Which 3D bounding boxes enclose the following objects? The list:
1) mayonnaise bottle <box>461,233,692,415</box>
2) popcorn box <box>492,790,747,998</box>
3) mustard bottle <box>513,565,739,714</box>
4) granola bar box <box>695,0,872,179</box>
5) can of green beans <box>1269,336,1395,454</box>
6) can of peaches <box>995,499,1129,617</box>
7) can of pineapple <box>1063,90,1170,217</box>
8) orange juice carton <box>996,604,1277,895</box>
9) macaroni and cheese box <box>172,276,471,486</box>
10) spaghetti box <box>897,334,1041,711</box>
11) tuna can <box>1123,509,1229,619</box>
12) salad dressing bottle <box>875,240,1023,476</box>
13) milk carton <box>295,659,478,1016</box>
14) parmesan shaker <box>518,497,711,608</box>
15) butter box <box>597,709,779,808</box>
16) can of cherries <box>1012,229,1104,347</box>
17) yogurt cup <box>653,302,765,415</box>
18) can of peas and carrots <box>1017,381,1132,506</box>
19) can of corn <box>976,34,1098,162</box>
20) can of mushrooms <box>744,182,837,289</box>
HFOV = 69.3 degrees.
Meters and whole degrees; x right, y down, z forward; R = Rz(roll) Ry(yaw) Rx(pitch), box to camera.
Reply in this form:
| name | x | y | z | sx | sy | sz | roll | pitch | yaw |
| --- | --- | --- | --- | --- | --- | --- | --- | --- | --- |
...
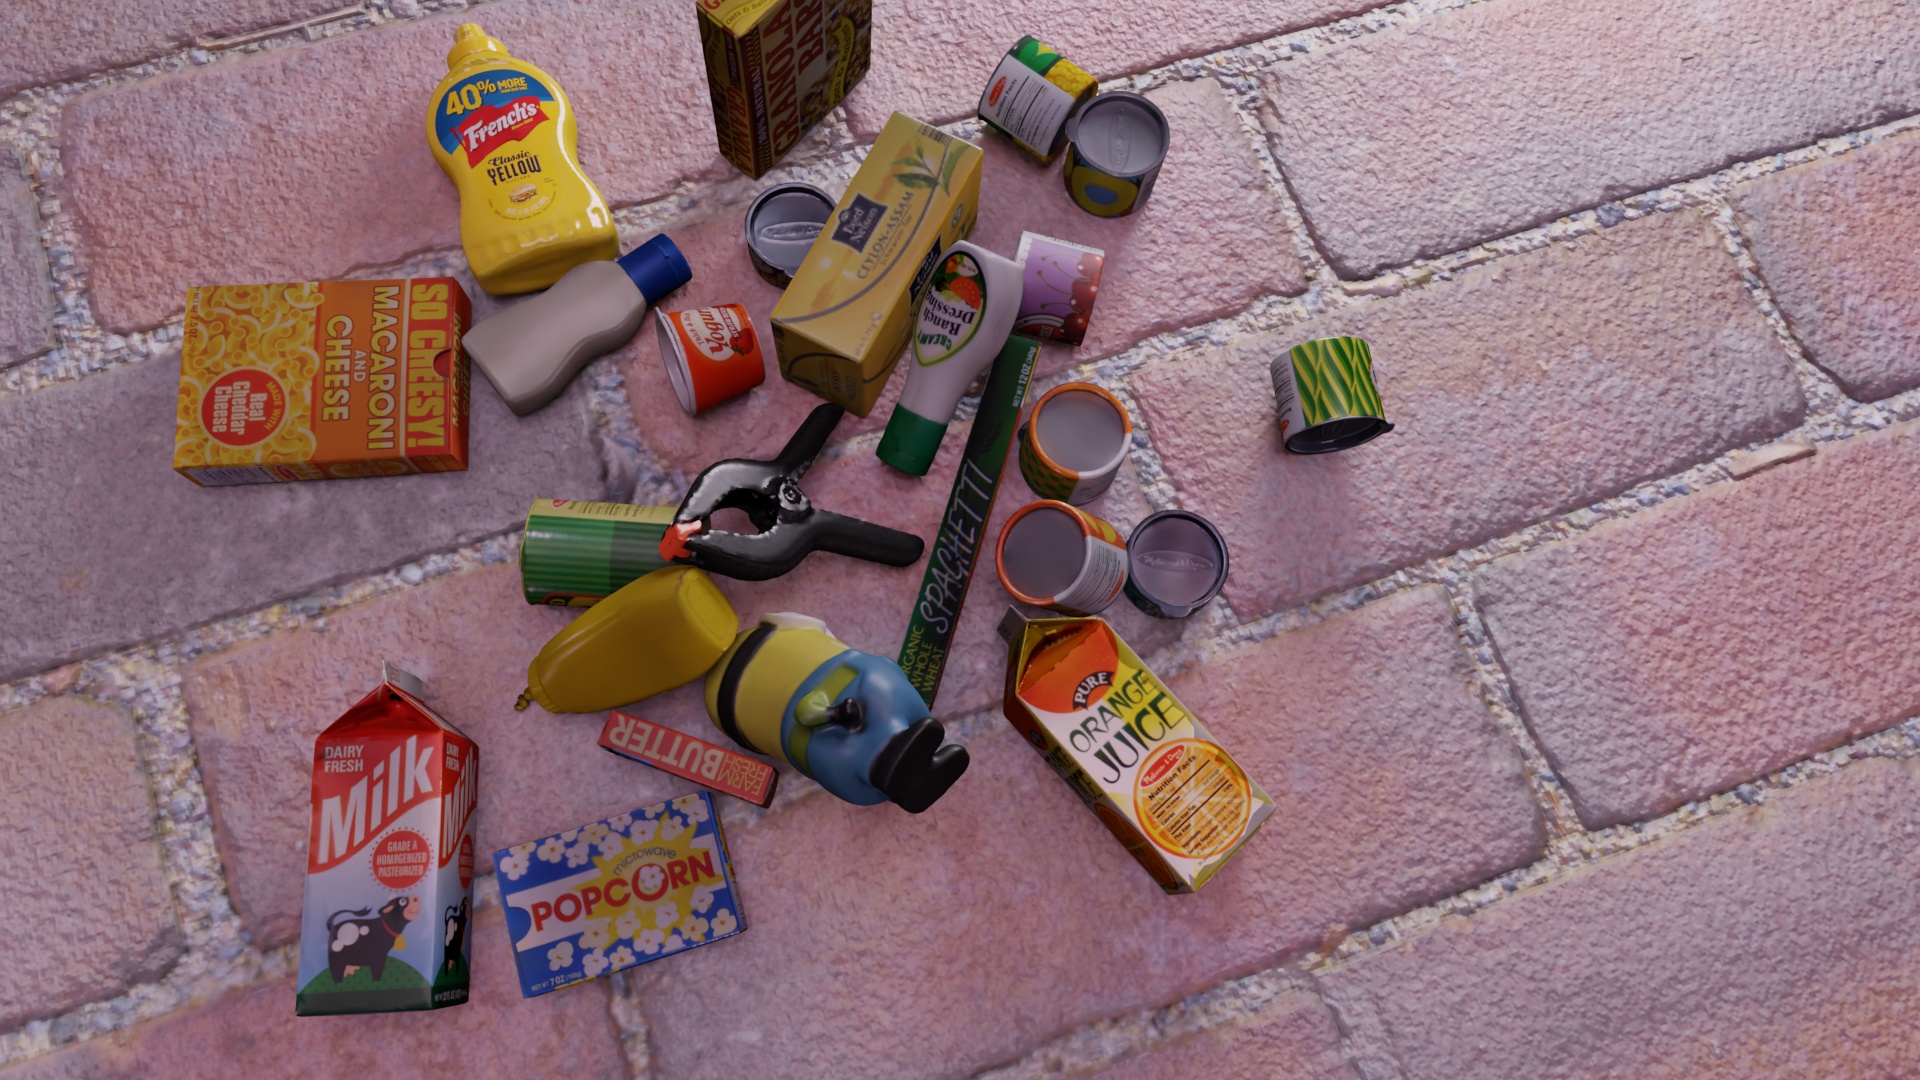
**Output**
| name | x | y | z | sx | sy | sz | roll | pitch | yaw |
| --- | --- | --- | --- | --- | --- | --- | --- | --- | --- |
| mayonnaise bottle | -0.245 | -0.146 | 0.907 | 0.148 | 0.041 | 0.065 | -37 | 82 | -14 |
| popcorn box | -0.196 | 0.204 | 0.807 | 0.127 | 0.038 | 0.085 | -16 | 76 | -8 |
| mustard bottle | -0.207 | 0.068 | 0.819 | 0.160 | 0.049 | 0.065 | -24 | 112 | 24 |
| granola bar box | -0.110 | -0.326 | 0.904 | 0.039 | 0.165 | 0.124 | 39 | 75 | 6 |
| can of green beans | 0.240 | -0.095 | 0.910 | 0.071 | 0.071 | 0.058 | -6 | 74 | -5 |
| can of peaches | 0.061 | 0.011 | 0.859 | 0.071 | 0.058 | 0.071 | -6 | 78 | 28 |
| can of pineapple | 0.105 | -0.265 | 0.956 | 0.071 | 0.057 | 0.071 | 1 | 73 | -3 |
| orange juice carton | 0.091 | 0.116 | 0.835 | 0.073 | 0.071 | 0.193 | -41 | 80 | -14 |
| macaroni and cheese box | -0.402 | -0.102 | 0.883 | 0.167 | 0.040 | 0.124 | -4 | 75 | -5 |
| spaghetti box | 0.003 | -0.011 | 0.878 | 0.029 | 0.050 | 0.251 | 17 | 73 | 1 |
| tuna can | 0.135 | 0.018 | 0.887 | 0.071 | 0.032 | 0.071 | 1 | 74 | -3 |
| salad dressing bottle | -0.010 | -0.114 | 0.881 | 0.064 | 0.044 | 0.147 | 32 | 104 | 35 |
| milk carton | -0.322 | 0.168 | 0.792 | 0.073 | 0.072 | 0.191 | -2 | 74 | -4 |
| parmesan shaker | -0.208 | 0.010 | 0.847 | 0.103 | 0.071 | 0.071 | 4 | 74 | -3 |
| butter box | -0.159 | 0.130 | 0.824 | 0.103 | 0.053 | 0.024 | 19 | 76 | 2 |
| can of cherries | 0.059 | -0.164 | 0.919 | 0.058 | 0.071 | 0.071 | 14 | 73 | -1 |
| yogurt cup | -0.160 | -0.120 | 0.893 | 0.054 | 0.072 | 0.072 | -19 | 76 | -17 |
| can of peas and carrots | 0.071 | -0.063 | 0.893 | 0.071 | 0.058 | 0.071 | 1 | 73 | -4 |
| can of corn | 0.055 | -0.306 | 0.962 | 0.058 | 0.071 | 0.071 | 36 | 75 | 6 |
| can of mushrooms | -0.111 | -0.202 | 0.936 | 0.071 | 0.033 | 0.071 | 1 | 73 | -4 |
